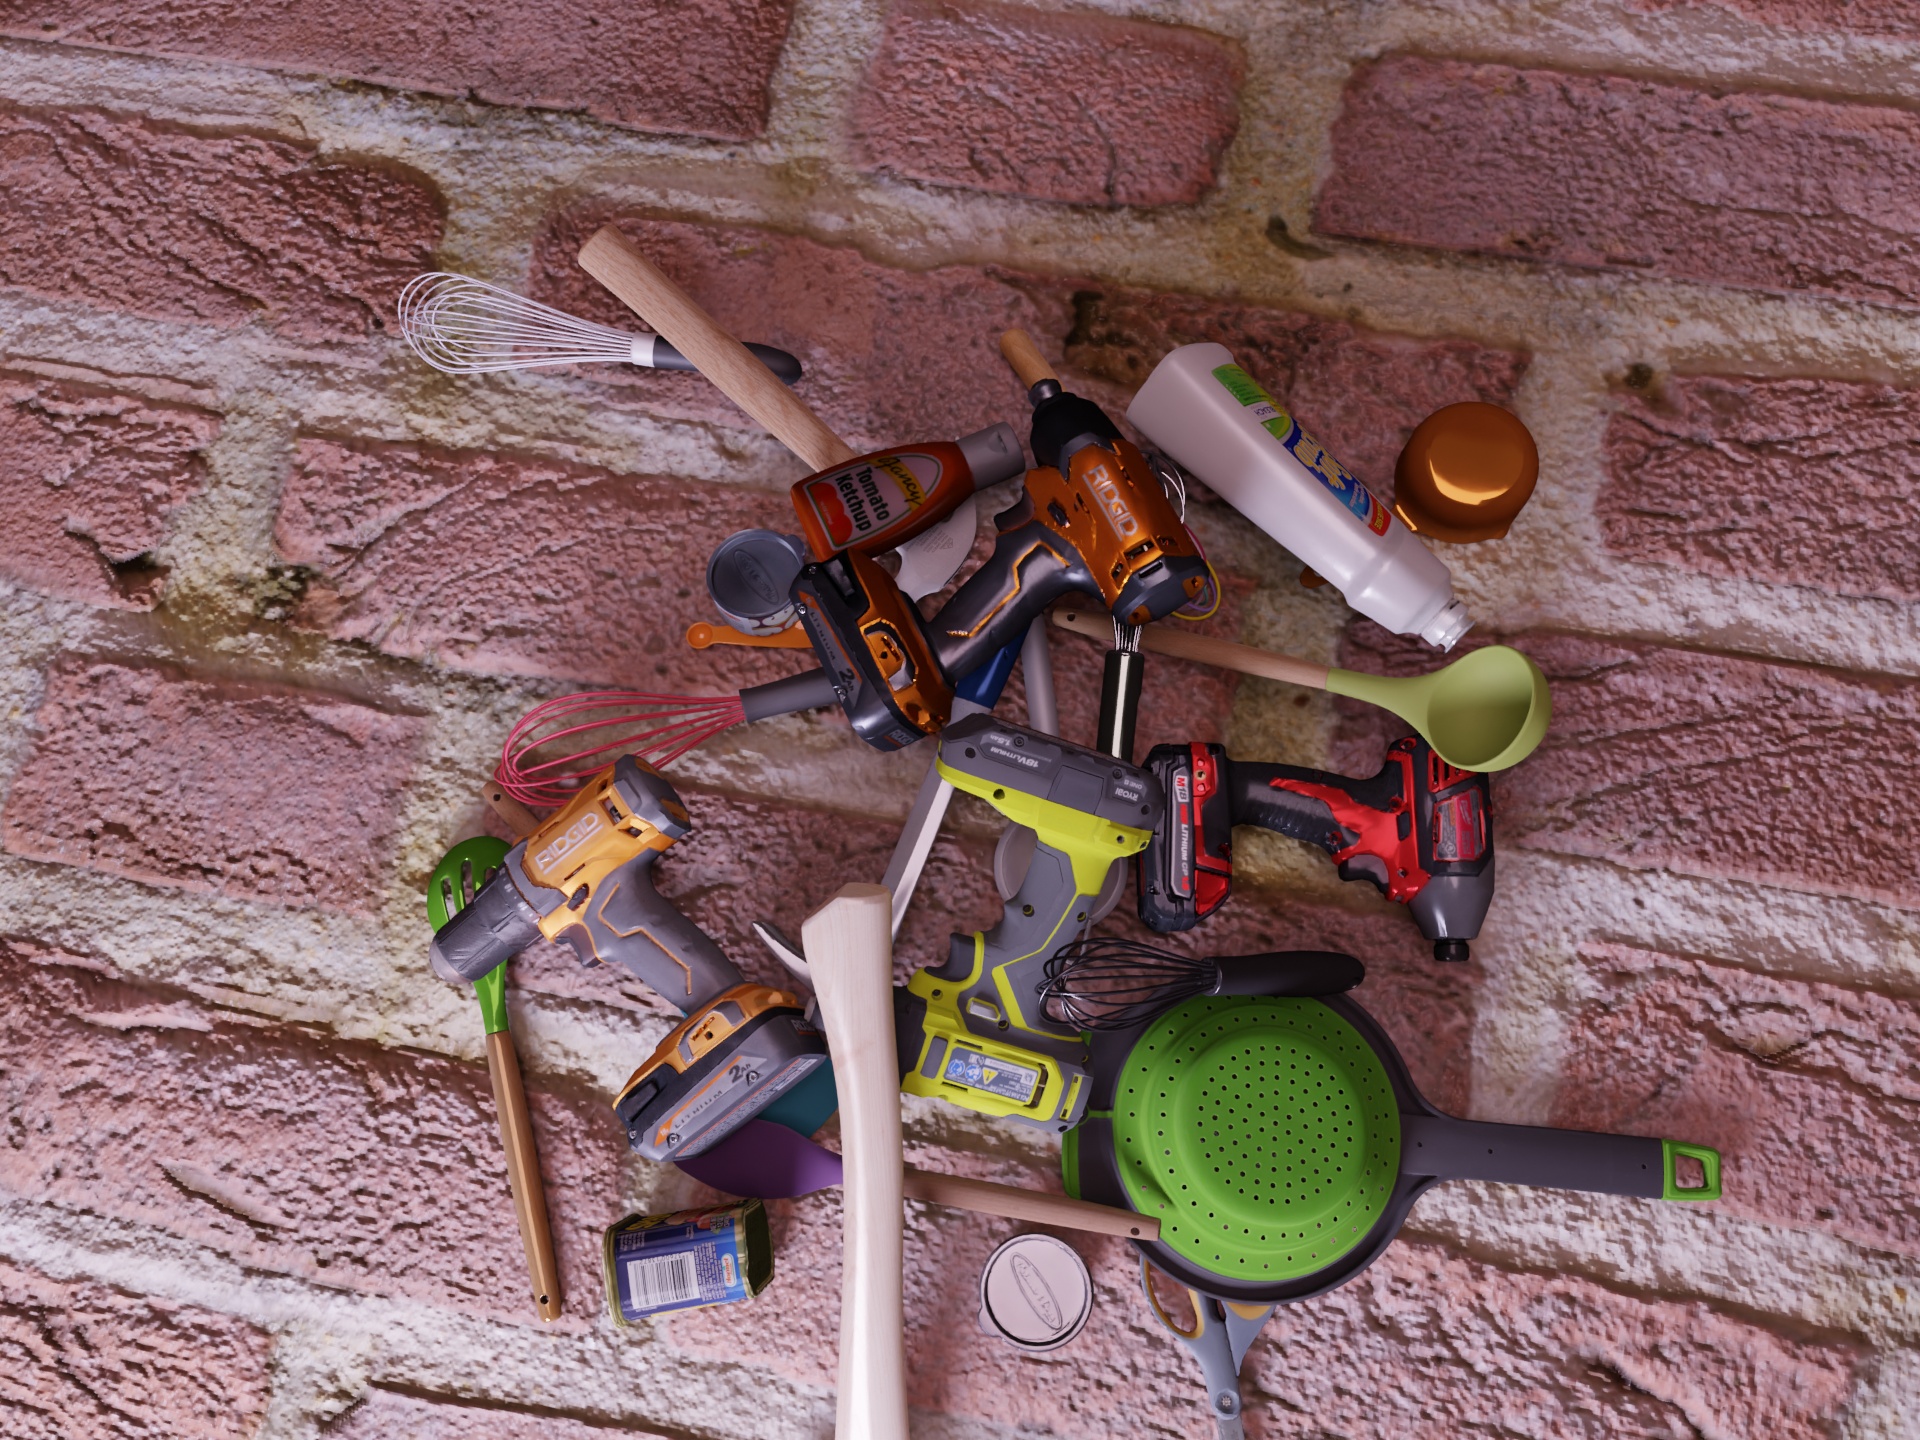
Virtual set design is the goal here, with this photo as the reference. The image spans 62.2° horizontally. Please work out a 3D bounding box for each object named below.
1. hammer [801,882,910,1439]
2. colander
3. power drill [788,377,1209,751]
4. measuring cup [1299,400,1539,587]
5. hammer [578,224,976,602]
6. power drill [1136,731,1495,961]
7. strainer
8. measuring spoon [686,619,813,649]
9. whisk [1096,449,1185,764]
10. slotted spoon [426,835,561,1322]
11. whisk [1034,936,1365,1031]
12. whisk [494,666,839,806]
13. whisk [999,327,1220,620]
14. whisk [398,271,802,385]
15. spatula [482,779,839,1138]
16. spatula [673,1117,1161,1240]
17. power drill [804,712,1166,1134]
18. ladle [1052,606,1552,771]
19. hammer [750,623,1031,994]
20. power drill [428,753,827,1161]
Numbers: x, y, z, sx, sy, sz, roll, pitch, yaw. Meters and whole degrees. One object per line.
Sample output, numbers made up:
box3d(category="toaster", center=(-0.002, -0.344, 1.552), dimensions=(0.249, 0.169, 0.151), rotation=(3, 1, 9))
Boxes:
box3d(category="hammer", center=(-0.041, 0.295, 0.912), dimensions=(0.146, 0.038, 0.410), rotation=(0, 101, 6))
box3d(category="colander", center=(0.260, 0.248, 0.939), dimensions=(0.397, 0.094, 0.205), rotation=(5, 74, 3))
box3d(category="power drill", center=(0.015, -0.098, 0.966), dimensions=(0.226, 0.084, 0.164), rotation=(-29, 73, 8))
box3d(category="measuring cup", center=(0.298, -0.142, 1.040), dimensions=(0.173, 0.052, 0.095), rotation=(-33, 78, -4))
box3d(category="hammer", center=(-0.123, -0.213, 1.070), dimensions=(0.331, 0.031, 0.130), rotation=(43, 82, 0))
box3d(category="power drill", center=(0.222, 0.079, 0.993), dimensions=(0.219, 0.078, 0.143), rotation=(-1, 79, 1))
box3d(category="strainer", center=(0.057, 0.027, 1.033), dimensions=(0.087, 0.050, 0.259), rotation=(-7, 75, -1))
box3d(category="measuring spoon", center=(-0.127, -0.057, 1.078), dimensions=(0.117, 0.011, 0.021), rotation=(-1, 69, 1))
box3d(category="whisk", center=(0.106, -0.049, 1.005), dimensions=(0.059, 0.058, 0.246), rotation=(6, 89, -13))
box3d(category="slotted spoon", center=(-0.292, 0.226, 1.025), dimensions=(0.070, 0.031, 0.314), rotation=(-14, 80, 1))
box3d(category="whisk", center=(0.144, 0.151, 0.919), dimensions=(0.238, 0.055, 0.055), rotation=(3, 77, -31))
box3d(category="whisk", center=(-0.161, -0.005, 1.045), dimensions=(0.296, 0.073, 0.073), rotation=(-15, 78, -4))
box3d(category="whisk", center=(0.096, -0.167, 1.066), dimensions=(0.047, 0.051, 0.245), rotation=(-34, 75, 3))
box3d(category="whisk", center=(-0.251, -0.264, 1.105), dimensions=(0.284, 0.070, 0.070), rotation=(8, 80, 1))
box3d(category="spatula", center=(-0.206, 0.151, 1.036), dimensions=(0.082, 0.044, 0.318), rotation=(-45, 75, -3))
box3d(category="spatula", center=(-0.035, 0.283, 0.969), dimensions=(0.316, 0.018, 0.059), rotation=(5, 109, 16))
box3d(category="power drill", center=(0.018, 0.116, 0.936), dimensions=(0.171, 0.080, 0.223), rotation=(18, 93, -8))
box3d(category="ladle", center=(0.202, -0.036, 0.991), dimensions=(0.320, 0.062, 0.078), rotation=(15, 82, 23))
box3d(category="hammer", center=(-0.002, -0.003, 1.018), dimensions=(0.144, 0.035, 0.405), rotation=(21, 87, 15))
box3d(category="power drill", center=(-0.211, 0.159, 0.972), dimensions=(0.185, 0.084, 0.226), rotation=(-38, 72, 3))
